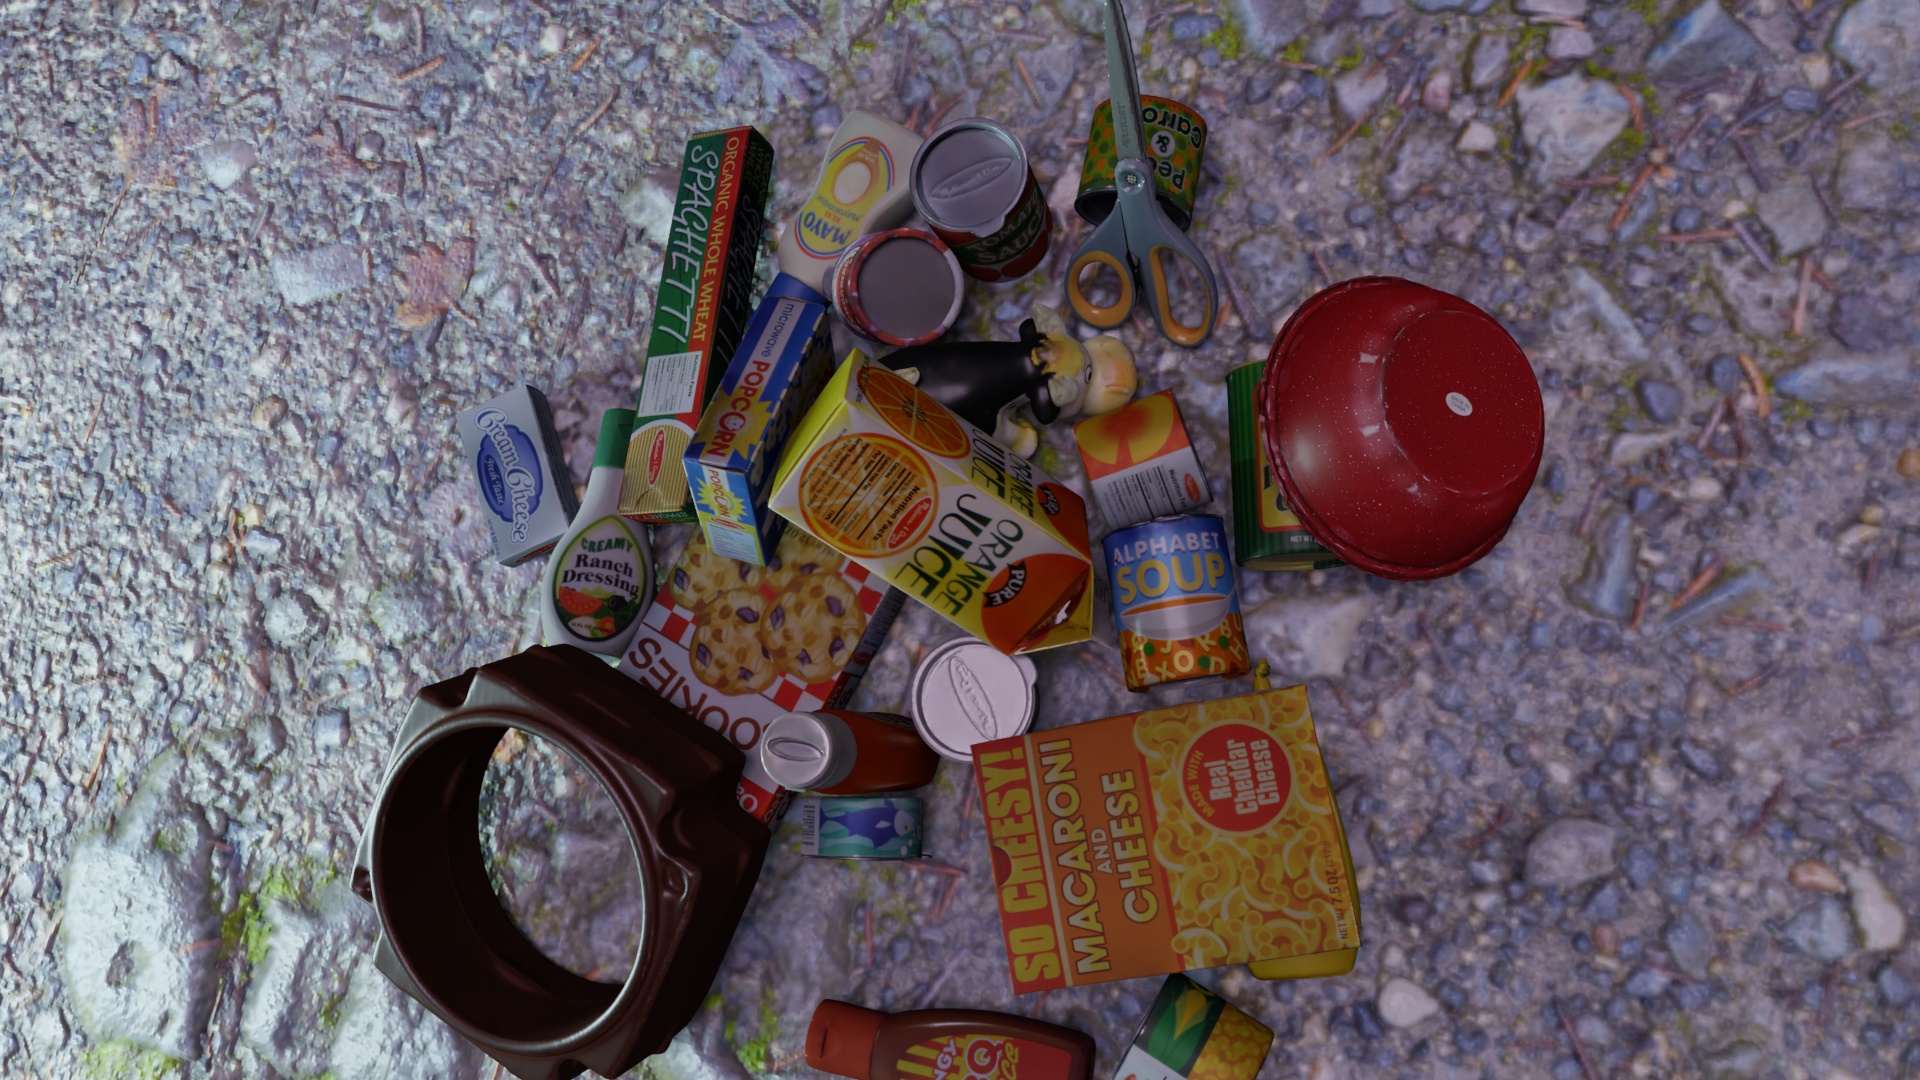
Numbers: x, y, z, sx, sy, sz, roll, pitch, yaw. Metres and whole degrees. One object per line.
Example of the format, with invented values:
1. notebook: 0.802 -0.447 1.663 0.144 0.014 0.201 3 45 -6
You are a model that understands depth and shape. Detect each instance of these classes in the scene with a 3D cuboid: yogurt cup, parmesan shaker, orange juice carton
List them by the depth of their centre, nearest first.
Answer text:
1. orange juice carton: 0.003 -0.009 0.720 0.192 0.072 0.072 33 114 -16
2. parmesan shaker: 0.178 -0.039 0.731 0.071 0.071 0.103 -4 79 13
3. yogurt cup: 0.012 0.087 0.754 0.072 0.054 0.072 -3 79 14

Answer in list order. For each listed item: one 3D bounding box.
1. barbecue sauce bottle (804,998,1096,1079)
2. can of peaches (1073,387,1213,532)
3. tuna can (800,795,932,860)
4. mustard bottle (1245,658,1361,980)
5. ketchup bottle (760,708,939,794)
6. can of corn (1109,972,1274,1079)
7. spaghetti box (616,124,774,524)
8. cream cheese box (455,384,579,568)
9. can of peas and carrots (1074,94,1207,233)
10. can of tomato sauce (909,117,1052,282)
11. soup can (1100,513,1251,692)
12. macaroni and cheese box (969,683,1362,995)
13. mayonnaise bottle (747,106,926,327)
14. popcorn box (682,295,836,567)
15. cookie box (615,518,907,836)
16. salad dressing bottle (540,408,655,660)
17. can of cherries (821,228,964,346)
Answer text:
1. barbecue sauce bottle: -0.007 0.275 0.729 0.148 0.043 0.065 8 84 16
2. can of peaches: 0.098 -0.044 0.753 0.058 0.071 0.071 -20 76 10
3. tuna can: -0.050 0.155 0.751 0.071 0.071 0.033 -2 79 14
4. mustard bottle: 0.163 0.140 0.709 0.065 0.049 0.160 -9 78 11
5. ketchup bottle: -0.059 0.109 0.718 0.065 0.148 0.043 7 83 15
6. can of corn: 0.116 0.255 0.692 0.058 0.071 0.071 29 88 16
7. spaghetti box: -0.156 -0.131 0.830 0.050 0.028 0.250 -2 72 27
8. cream cheese box: -0.274 -0.041 0.865 0.053 0.024 0.104 -23 75 8
9. can of peas and carrots: 0.102 -0.210 0.779 0.071 0.071 0.059 9 82 16
10. can of tomato sauce: 0.015 -0.190 0.790 0.071 0.083 0.071 -2 80 14
11. soup can: 0.113 0.033 0.730 0.071 0.071 0.084 -11 78 12
12. macaroni and cheese box: 0.097 0.144 0.675 0.166 0.040 0.124 -12 79 11
13. mayonnaise bottle: -0.074 -0.182 0.833 0.065 0.041 0.148 30 88 14
14. popcorn box: -0.107 -0.062 0.770 0.038 0.084 0.127 13 55 10
15. cookie box: -0.123 0.068 0.799 0.123 0.040 0.167 28 87 18
16. salad dressing bottle: -0.209 -0.004 0.829 0.064 0.044 0.148 11 76 -14
17. can of cherries: -0.039 -0.143 0.790 0.071 0.058 0.071 -3 100 -15
